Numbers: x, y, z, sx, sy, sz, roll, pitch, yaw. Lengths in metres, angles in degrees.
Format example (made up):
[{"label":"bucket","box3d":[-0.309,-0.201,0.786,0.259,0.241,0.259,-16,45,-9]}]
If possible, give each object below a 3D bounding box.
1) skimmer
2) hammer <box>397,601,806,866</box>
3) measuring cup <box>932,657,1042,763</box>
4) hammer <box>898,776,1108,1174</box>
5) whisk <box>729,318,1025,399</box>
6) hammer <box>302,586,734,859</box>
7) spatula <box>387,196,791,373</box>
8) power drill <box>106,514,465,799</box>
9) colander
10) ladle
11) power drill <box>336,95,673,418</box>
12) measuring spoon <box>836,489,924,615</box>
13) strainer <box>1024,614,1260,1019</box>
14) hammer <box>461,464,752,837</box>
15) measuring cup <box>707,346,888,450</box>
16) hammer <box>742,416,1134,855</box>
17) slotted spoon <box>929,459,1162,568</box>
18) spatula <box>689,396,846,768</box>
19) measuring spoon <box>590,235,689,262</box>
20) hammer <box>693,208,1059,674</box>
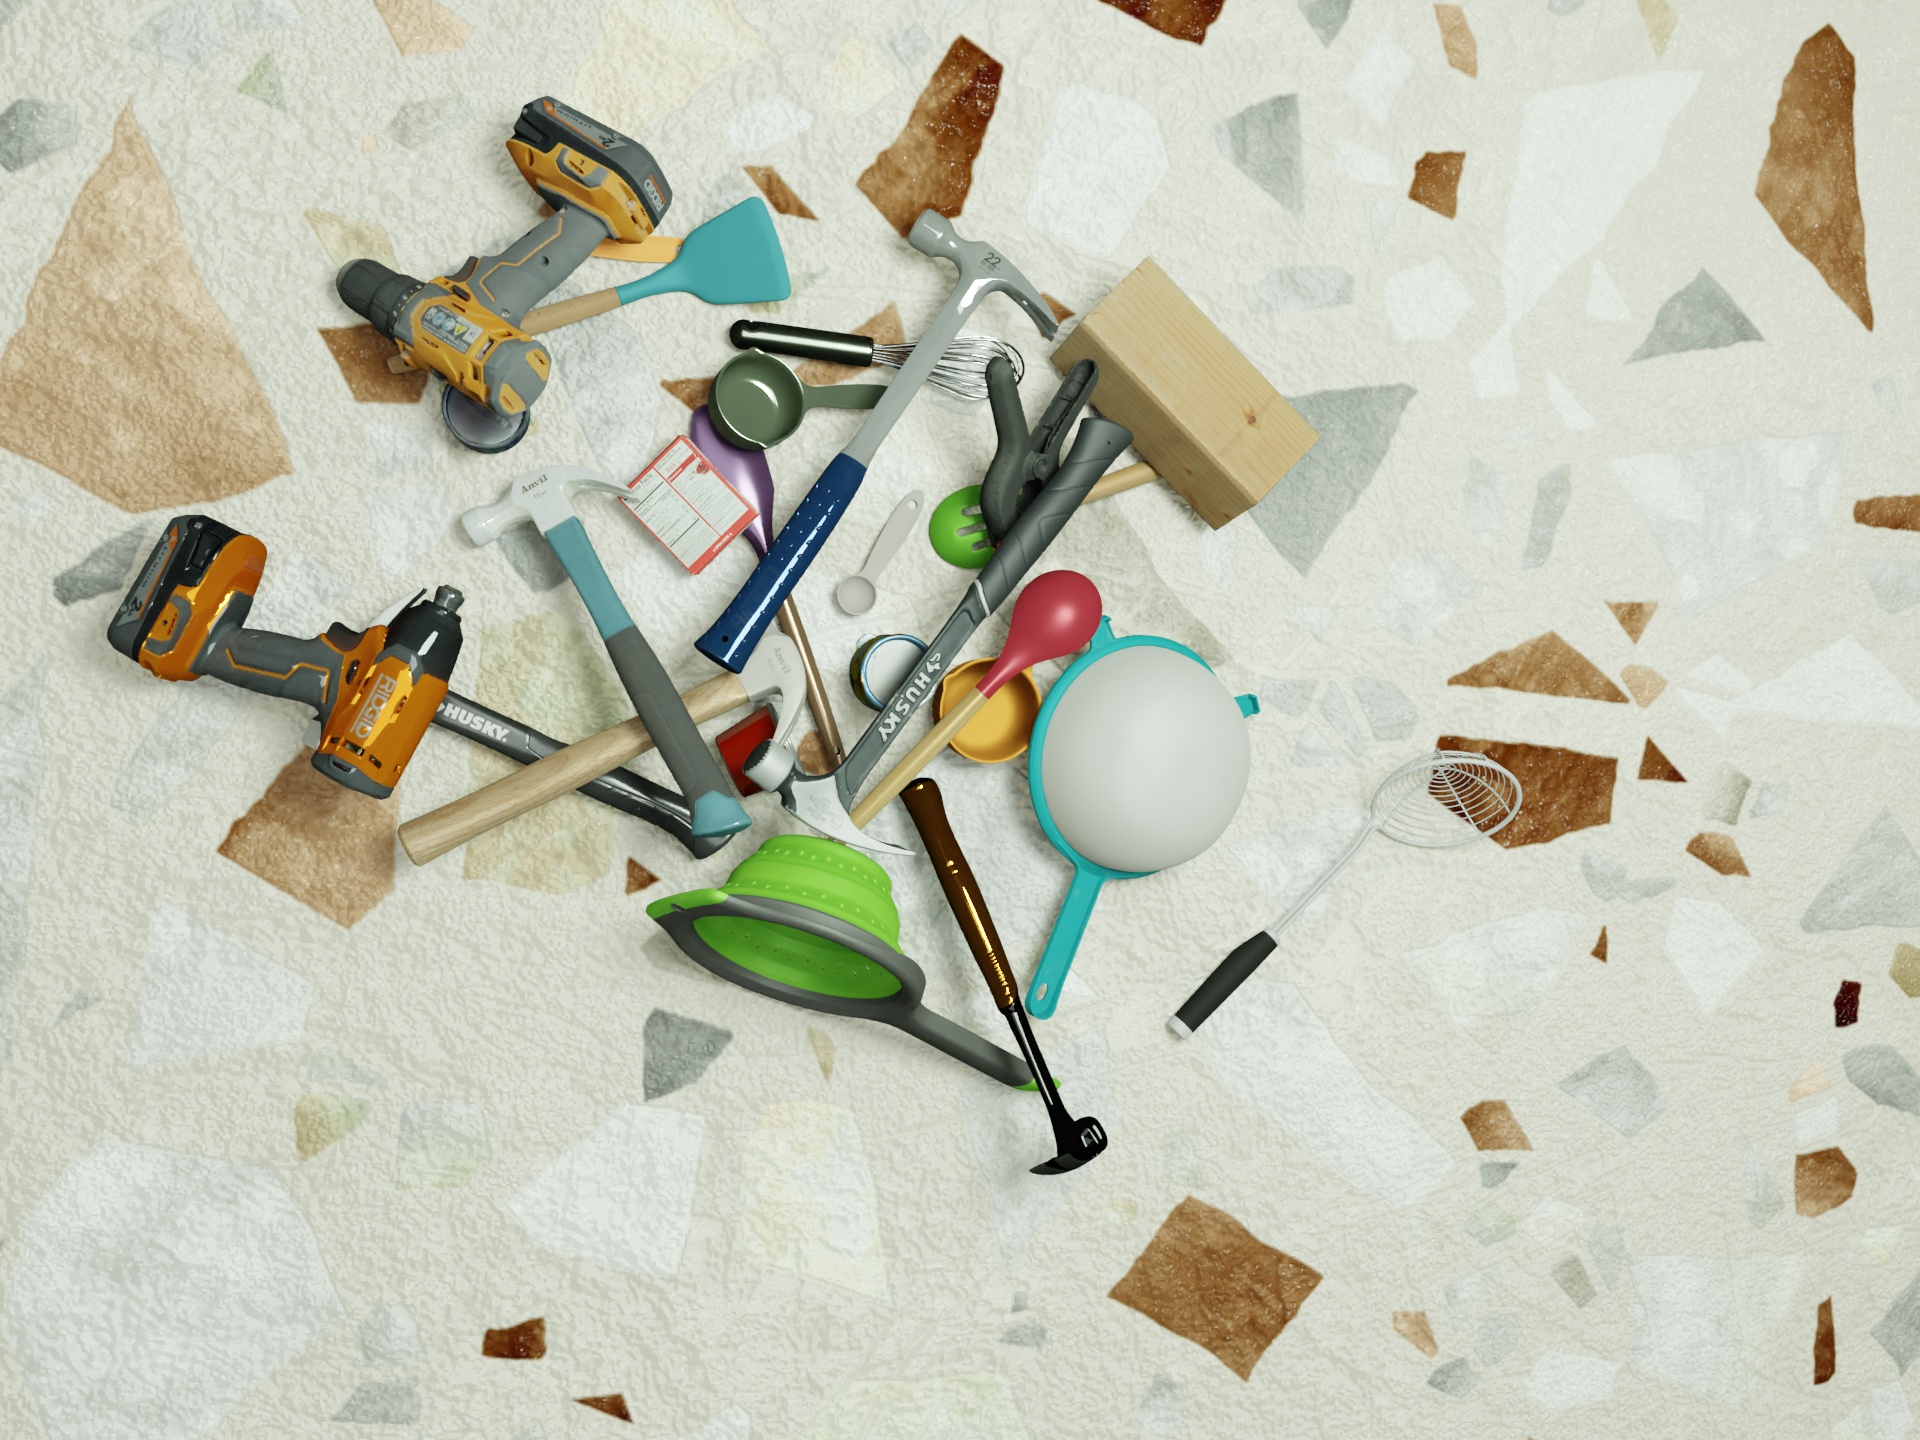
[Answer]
[{"label":"skimmer","box3d":[0.334,0.161,1.394,0.363,0.090,0.127,-44,132,-7]},{"label":"hammer","box3d":[-0.271,0.025,1.226,0.331,0.031,0.130,-27,76,-9]},{"label":"measuring cup","box3d":[0.042,-0.044,1.338,0.095,0.052,0.173,34,82,-12]},{"label":"hammer","box3d":[0.025,0.199,1.279,0.034,0.127,0.337,-28,75,14]},{"label":"whisk","box3d":[-0.067,-0.302,1.311,0.246,0.059,0.058,6,46,-10]},{"label":"hammer","box3d":[-0.329,0.020,1.259,0.334,0.035,0.146,26,86,-13]},{"label":"spatula","box3d":[-0.294,-0.327,1.253,0.317,0.044,0.082,-21,113,-11]},{"label":"power drill","box3d":[-0.483,-0.063,1.171,0.226,0.084,0.164,28,85,2]},{"label":"colander","box3d":[-0.058,0.192,1.287,0.396,0.204,0.095,34,58,-29]},{"label":"ladle","box3d":[-0.002,-0.004,1.287,0.069,0.031,0.315,44,86,6]},{"label":"power drill","box3d":[-0.350,-0.359,1.208,0.185,0.084,0.226,31,81,16]},{"label":"measuring spoon","box3d":[-0.065,-0.141,1.331,0.034,0.018,0.124,33,77,-12]},{"label":"strainer","box3d":[0.144,0.096,1.317,0.210,0.095,0.340,25,84,-29]},{"label":"hammer","box3d":[-0.254,-0.053,1.212,0.128,0.033,0.331,-30,78,-1]},{"label":"measuring cup","box3d":[-0.128,-0.260,1.304,0.167,0.038,0.083,-8,86,-30]},{"label":"hammer","box3d":[0.009,-0.076,1.248,0.149,0.036,0.409,41,79,-22]},{"label":"slotted spoon","box3d":[0.122,-0.203,1.366,0.313,0.031,0.070,-20,98,-14]},{"label":"spatula","box3d":[-0.152,-0.109,1.306,0.060,0.018,0.316,-21,95,-15]},{"label":"measuring spoon","box3d":[-0.269,-0.379,1.277,0.117,0.011,0.021,-3,100,-17]},{"label":"hammer","box3d":[-0.074,-0.210,1.254,0.144,0.035,0.405,33,79,0]}]
